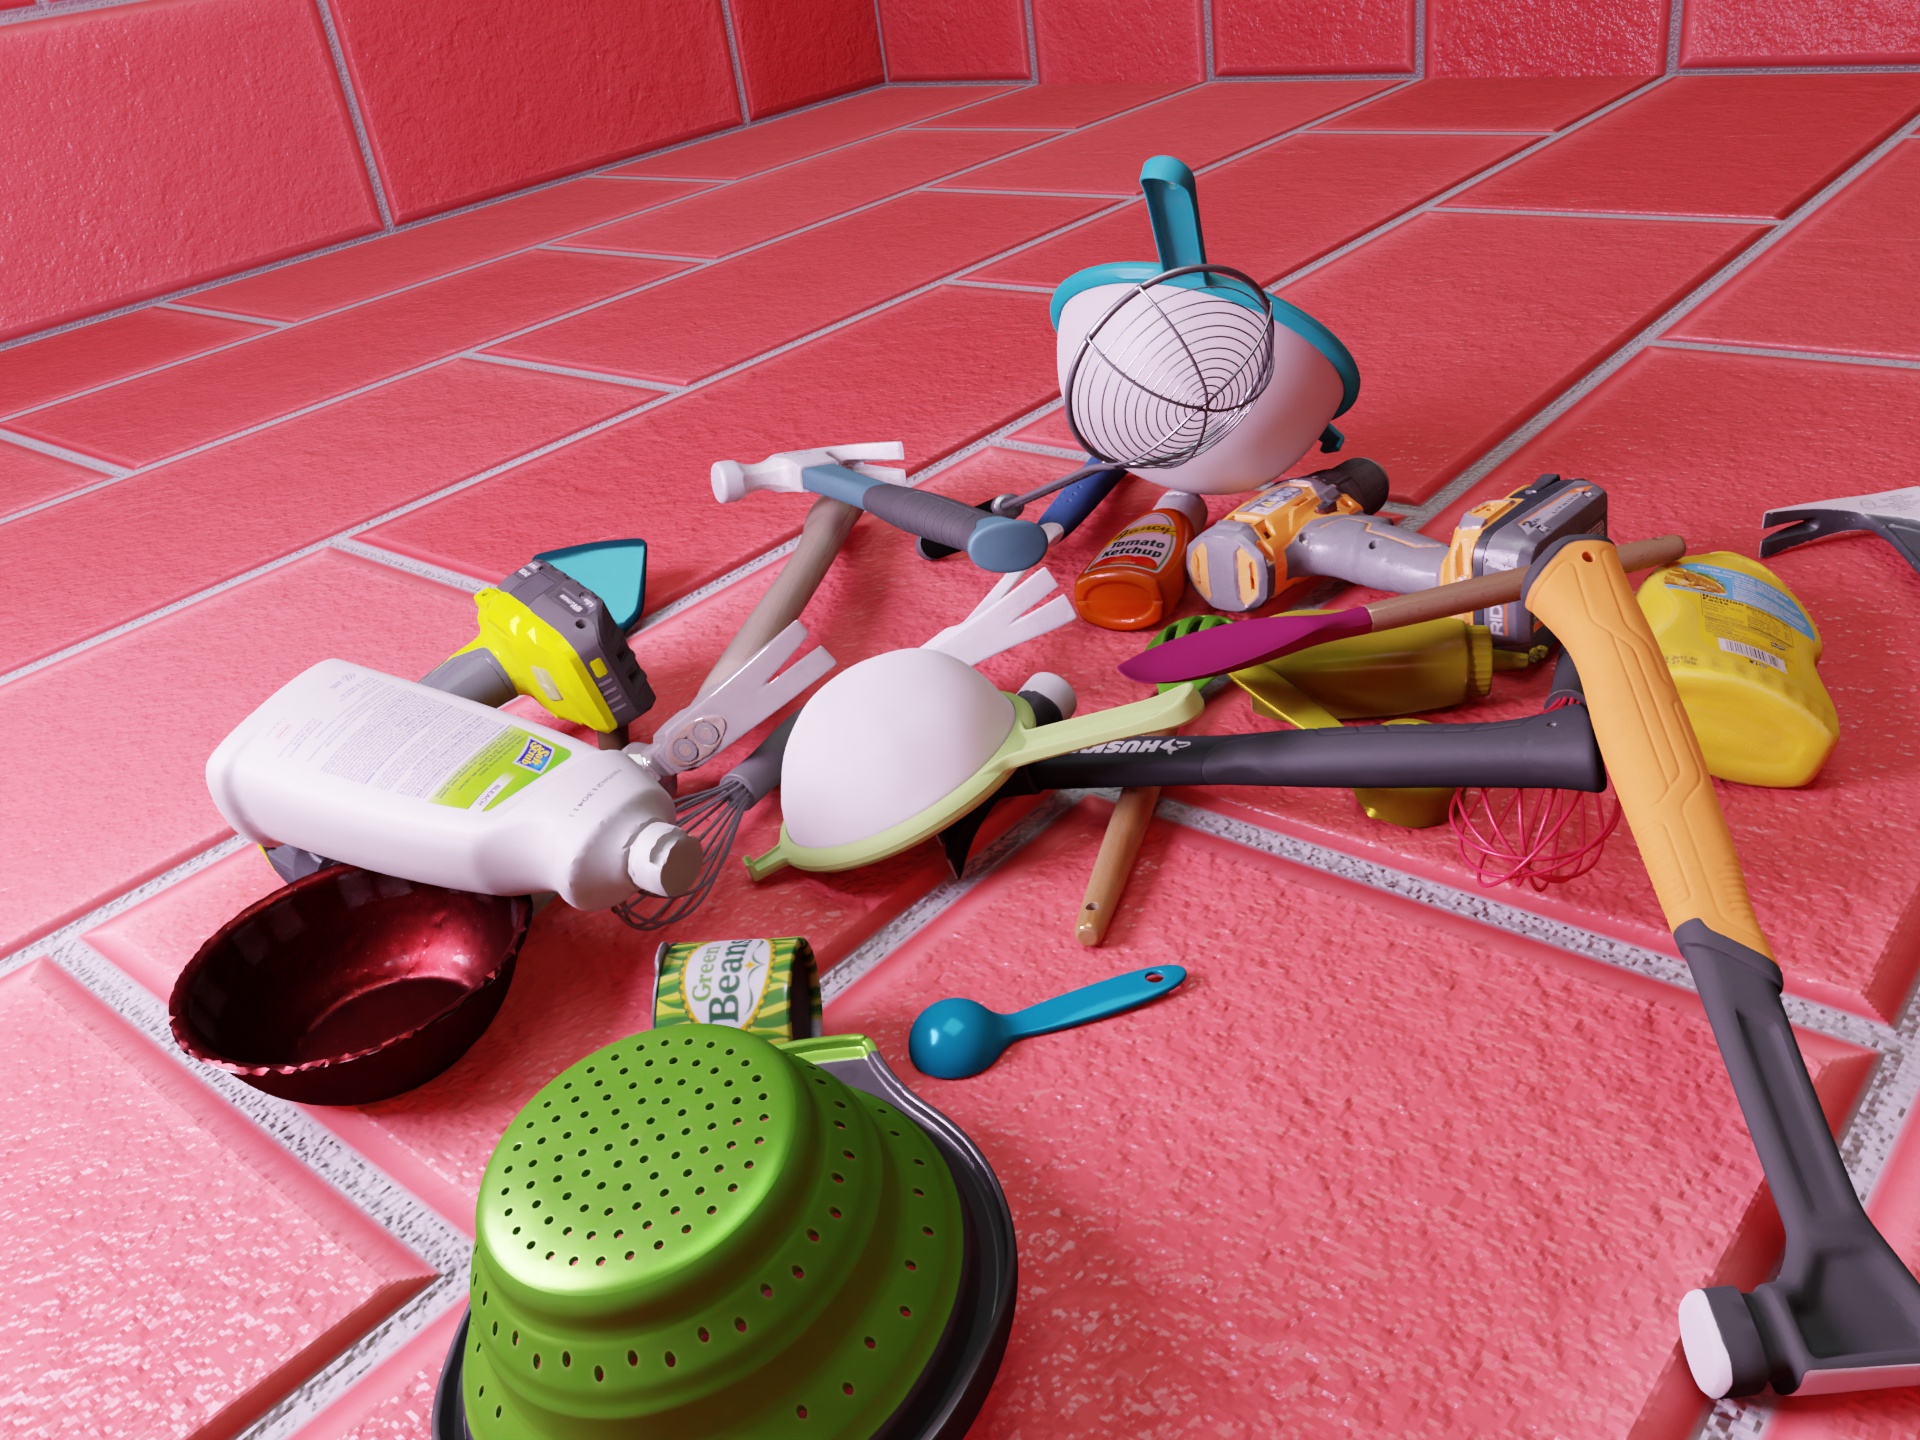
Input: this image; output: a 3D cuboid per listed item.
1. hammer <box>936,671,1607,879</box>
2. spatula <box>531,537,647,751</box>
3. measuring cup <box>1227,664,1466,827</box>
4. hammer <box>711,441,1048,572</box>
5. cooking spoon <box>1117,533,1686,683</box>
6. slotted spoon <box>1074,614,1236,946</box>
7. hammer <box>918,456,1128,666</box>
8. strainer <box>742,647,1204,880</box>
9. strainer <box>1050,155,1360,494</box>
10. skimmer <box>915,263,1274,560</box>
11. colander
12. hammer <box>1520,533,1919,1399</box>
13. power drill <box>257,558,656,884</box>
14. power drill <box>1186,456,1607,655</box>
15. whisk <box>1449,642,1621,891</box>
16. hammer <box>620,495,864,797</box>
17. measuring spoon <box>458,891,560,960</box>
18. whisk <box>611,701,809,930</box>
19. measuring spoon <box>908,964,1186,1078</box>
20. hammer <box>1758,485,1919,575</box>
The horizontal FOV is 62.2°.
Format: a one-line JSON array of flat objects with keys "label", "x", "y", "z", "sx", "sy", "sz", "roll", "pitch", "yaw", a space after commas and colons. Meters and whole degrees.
[{"label": "hammer", "x": 0.134, "y": 0.021, "z": 0.755, "sx": 0.335, "sy": 0.035, "sz": 0.146, "roll": -2, "pitch": 33, "yaw": 39}, {"label": "spatula", "x": -0.229, "y": -0.035, "z": 1.020, "sx": 0.082, "sy": 0.044, "sz": 0.318, "roll": -10, "pitch": 30, "yaw": -10}, {"label": "measuring cup", "x": 0.193, "y": -0.003, "z": 0.822, "sx": 0.062, "sy": 0.029, "sz": 0.157, "roll": -33, "pitch": 54, "yaw": -27}, {"label": "hammer", "x": -0.046, "y": -0.141, "z": 1.026, "sx": 0.128, "sy": 0.033, "sz": 0.331, "roll": -14, "pitch": 22, "yaw": -25}, {"label": "cooking spoon", "x": 0.236, "y": -0.058, "z": 0.834, "sx": 0.319, "sy": 0.017, "sz": 0.069, "roll": -14, "pitch": 18, "yaw": -9}, {"label": "slotted spoon", "x": 0.107, "y": 0.018, "z": 0.856, "sx": 0.070, "sy": 0.031, "sz": 0.314, "roll": -2, "pitch": 31, "yaw": 22}, {"label": "hammer", "x": 0.061, "y": -0.122, "z": 1.071, "sx": 0.144, "sy": 0.035, "sz": 0.406, "roll": -25, "pitch": 15, "yaw": 31}, {"label": "strainer", "x": -0.001, "y": -0.003, "z": 0.789, "sx": 0.256, "sy": 0.069, "sz": 0.151, "roll": -15, "pitch": 25, "yaw": 39}, {"label": "strainer", "x": 0.133, "y": -0.220, "z": 0.985, "sx": 0.211, "sy": 0.095, "sz": 0.340, "roll": 17, "pitch": -8, "yaw": 16}, {"label": "skimmer", "x": 0.057, "y": -0.176, "z": 0.993, "sx": 0.127, "sy": 0.090, "sz": 0.363, "roll": -3, "pitch": -5, "yaw": -28}, {"label": "colander", "x": -0.087, "y": 0.215, "z": 0.454, "sx": 0.204, "sy": 0.094, "sz": 0.397, "roll": -13, "pitch": 34, "yaw": 7}, {"label": "hammer", "x": 0.280, "y": 0.064, "z": 0.581, "sx": 0.127, "sy": 0.034, "sz": 0.337, "roll": -7, "pitch": 55, "yaw": 2}, {"label": "power drill", "x": -0.295, "y": 0.010, "z": 0.902, "sx": 0.223, "sy": 0.080, "sz": 0.171, "roll": -37, "pitch": 37, "yaw": -20}, {"label": "power drill", "x": 0.282, "y": -0.114, "z": 0.994, "sx": 0.226, "sy": 0.084, "sz": 0.185, "roll": 14, "pitch": 34, "yaw": 41}, {"label": "whisk", "x": 0.301, "y": 0.003, "z": 0.798, "sx": 0.073, "sy": 0.073, "sz": 0.296, "roll": 7, "pitch": 27, "yaw": 26}, {"label": "hammer", "x": -0.104, "y": -0.087, "z": 1.034, "sx": 0.146, "sy": 0.038, "sz": 0.411, "roll": -36, "pitch": 17, "yaw": 23}, {"label": "measuring spoon", "x": -0.209, "y": 0.089, "z": 0.830, "sx": 0.034, "sy": 0.018, "sz": 0.124, "roll": 18, "pitch": 45, "yaw": 38}, {"label": "whisk", "x": -0.117, "y": 0.040, "z": 0.860, "sx": 0.055, "sy": 0.055, "sz": 0.239, "roll": 6, "pitch": 28, "yaw": 24}, {"label": "measuring spoon", "x": 0.038, "y": 0.121, "z": 0.693, "sx": 0.128, "sy": 0.021, "sz": 0.042, "roll": -16, "pitch": 30, "yaw": -10}, {"label": "hammer", "x": 0.543, "y": -0.032, "z": 0.819, "sx": 0.149, "sy": 0.036, "sz": 0.409, "roll": -4, "pitch": 30, "yaw": 11}]
